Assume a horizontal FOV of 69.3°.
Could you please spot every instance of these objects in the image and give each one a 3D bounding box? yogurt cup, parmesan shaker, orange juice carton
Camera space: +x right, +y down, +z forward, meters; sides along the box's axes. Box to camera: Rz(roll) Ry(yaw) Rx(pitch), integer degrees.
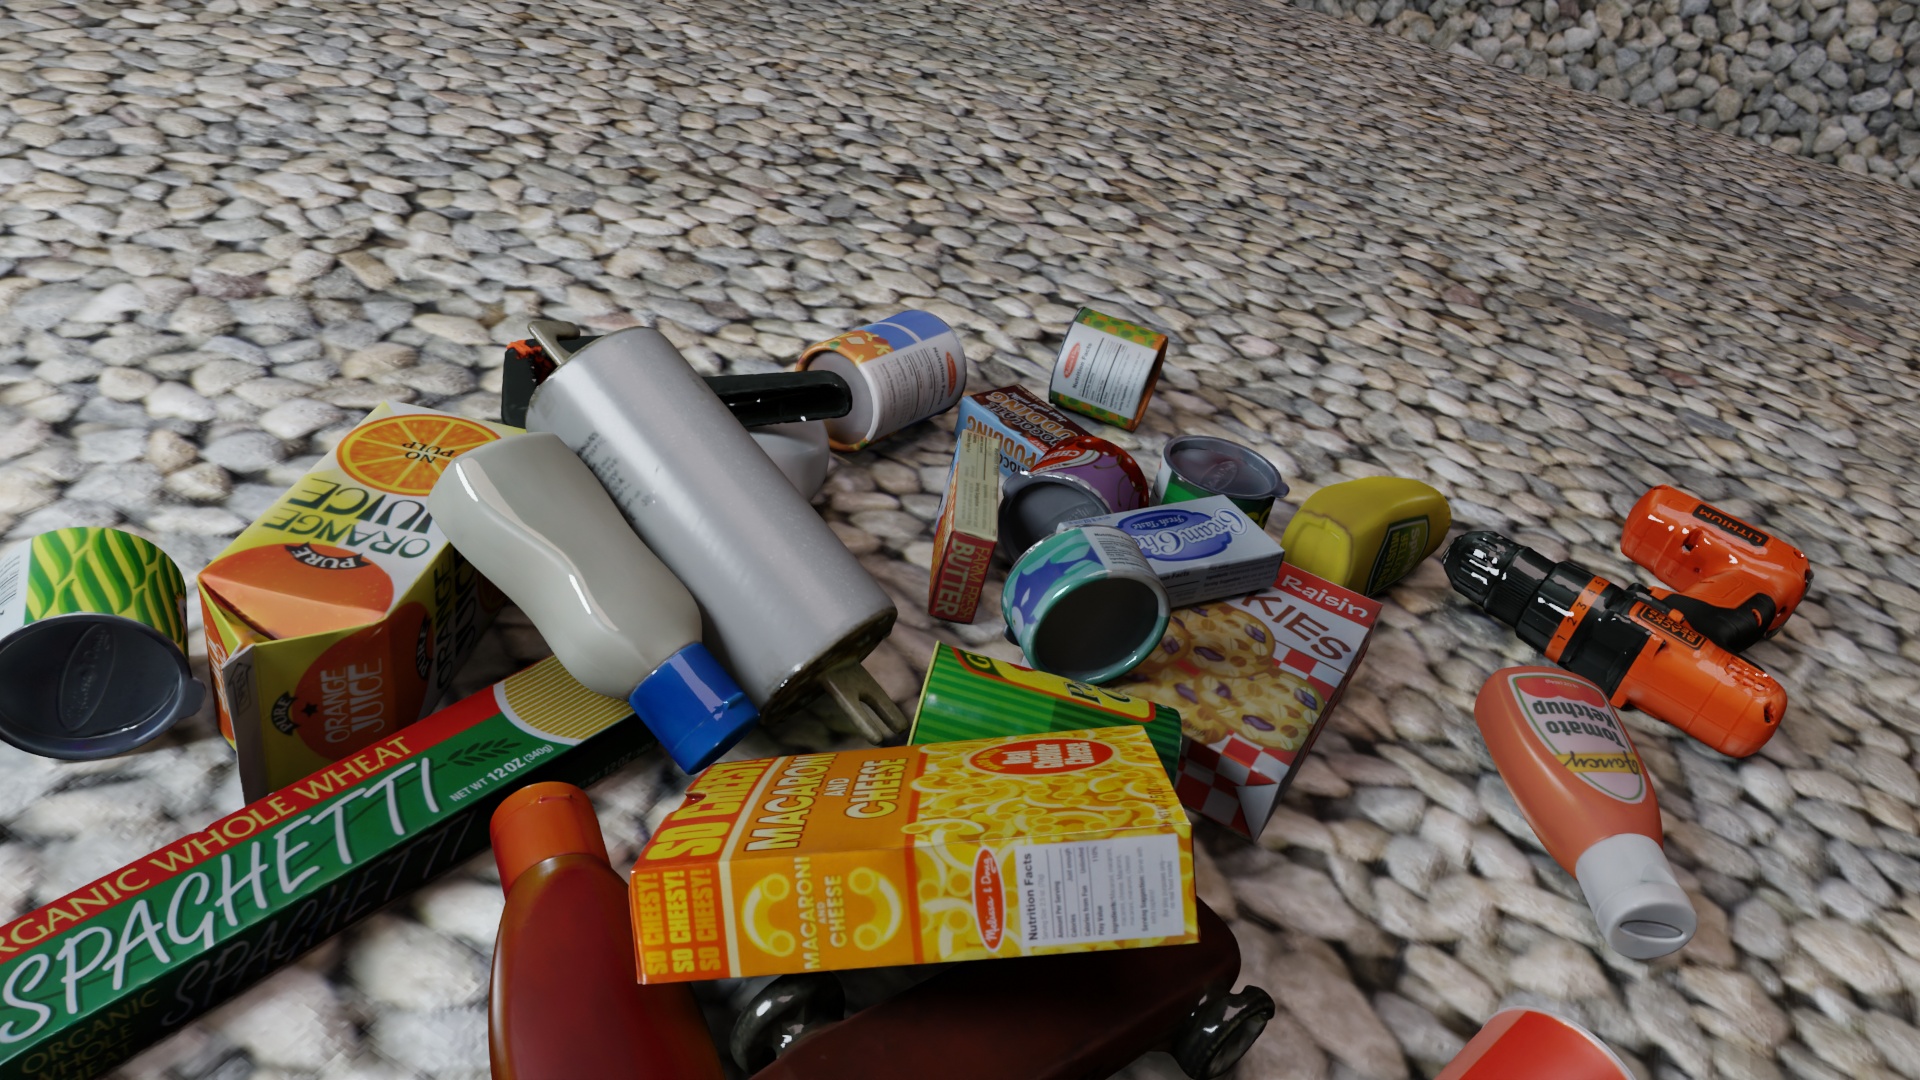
[{"bbox_3d":[0.183,0.195,0.452,0.054,0.072,0.072,-20,44,-30],"label":"yogurt cup"},{"bbox_3d":[0.031,0.087,0.563,0.103,0.071,0.072,15,32,0],"label":"parmesan shaker"},{"bbox_3d":[-0.239,0.021,0.559,0.073,0.071,0.194,12,32,0],"label":"orange juice carton"}]

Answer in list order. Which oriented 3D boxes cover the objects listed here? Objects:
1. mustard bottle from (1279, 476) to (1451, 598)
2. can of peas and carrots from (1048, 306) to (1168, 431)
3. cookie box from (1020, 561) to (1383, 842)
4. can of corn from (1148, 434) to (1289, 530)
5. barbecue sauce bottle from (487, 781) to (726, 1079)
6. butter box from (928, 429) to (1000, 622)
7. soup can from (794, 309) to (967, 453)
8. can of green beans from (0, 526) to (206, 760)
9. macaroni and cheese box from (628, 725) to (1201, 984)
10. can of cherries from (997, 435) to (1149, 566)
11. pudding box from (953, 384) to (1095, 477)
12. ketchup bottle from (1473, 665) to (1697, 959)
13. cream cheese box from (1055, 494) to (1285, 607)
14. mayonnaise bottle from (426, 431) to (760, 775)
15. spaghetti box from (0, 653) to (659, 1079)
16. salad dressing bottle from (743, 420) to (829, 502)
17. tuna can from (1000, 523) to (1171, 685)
[{"bbox_3d":[0.239,-0.006,0.785,0.049,0.065,0.161,32,32,34],"label":"mustard bottle"},{"bbox_3d":[0.096,-0.110,0.891,0.059,0.070,0.071,21,33,11],"label":"can of peas and carrots"},{"bbox_3d":[0.118,0.057,0.664,0.123,0.040,0.168,25,35,20],"label":"cookie box"},{"bbox_3d":[0.139,-0.016,0.766,0.071,0.058,0.071,10,32,-6],"label":"can of corn"},{"bbox_3d":[-0.121,0.140,0.444,0.065,0.043,0.149,2,32,-30],"label":"barbecue sauce bottle"},{"bbox_3d":[0.003,-0.009,0.712,0.024,0.052,0.104,13,33,-6],"label":"butter box"},{"bbox_3d":[-0.049,-0.094,0.815,0.071,0.071,0.084,30,36,25],"label":"soup can"},{"bbox_3d":[-0.321,0.037,0.511,0.071,0.071,0.058,-5,36,-27],"label":"can of green beans"},{"bbox_3d":[-0.013,0.099,0.465,0.166,0.040,0.124,-5,5,1],"label":"macaroni and cheese box"},{"bbox_3d":[0.059,-0.017,0.728,0.071,0.071,0.059,22,33,14],"label":"can of cherries"},{"bbox_3d":[0.041,-0.058,0.824,0.050,0.030,0.084,-17,43,-38],"label":"pudding box"},{"bbox_3d":[0.282,0.118,0.624,0.065,0.043,0.149,10,33,-5],"label":"ketchup bottle"},{"bbox_3d":[0.101,0.007,0.672,0.104,0.024,0.053,-10,39,-30],"label":"cream cheese box"},{"bbox_3d":[-0.139,0.024,0.540,0.148,0.041,0.065,49,30,8],"label":"mayonnaise bottle"},{"bbox_3d":[-0.211,0.104,0.481,0.050,0.028,0.251,29,35,25],"label":"spaghetti box"},{"bbox_3d":[-0.099,-0.028,0.715,0.064,0.043,0.148,5,34,-10],"label":"salad dressing bottle"},{"bbox_3d":[0.051,0.030,0.587,0.071,0.070,0.033,-1,37,-22],"label":"tuna can"}]
